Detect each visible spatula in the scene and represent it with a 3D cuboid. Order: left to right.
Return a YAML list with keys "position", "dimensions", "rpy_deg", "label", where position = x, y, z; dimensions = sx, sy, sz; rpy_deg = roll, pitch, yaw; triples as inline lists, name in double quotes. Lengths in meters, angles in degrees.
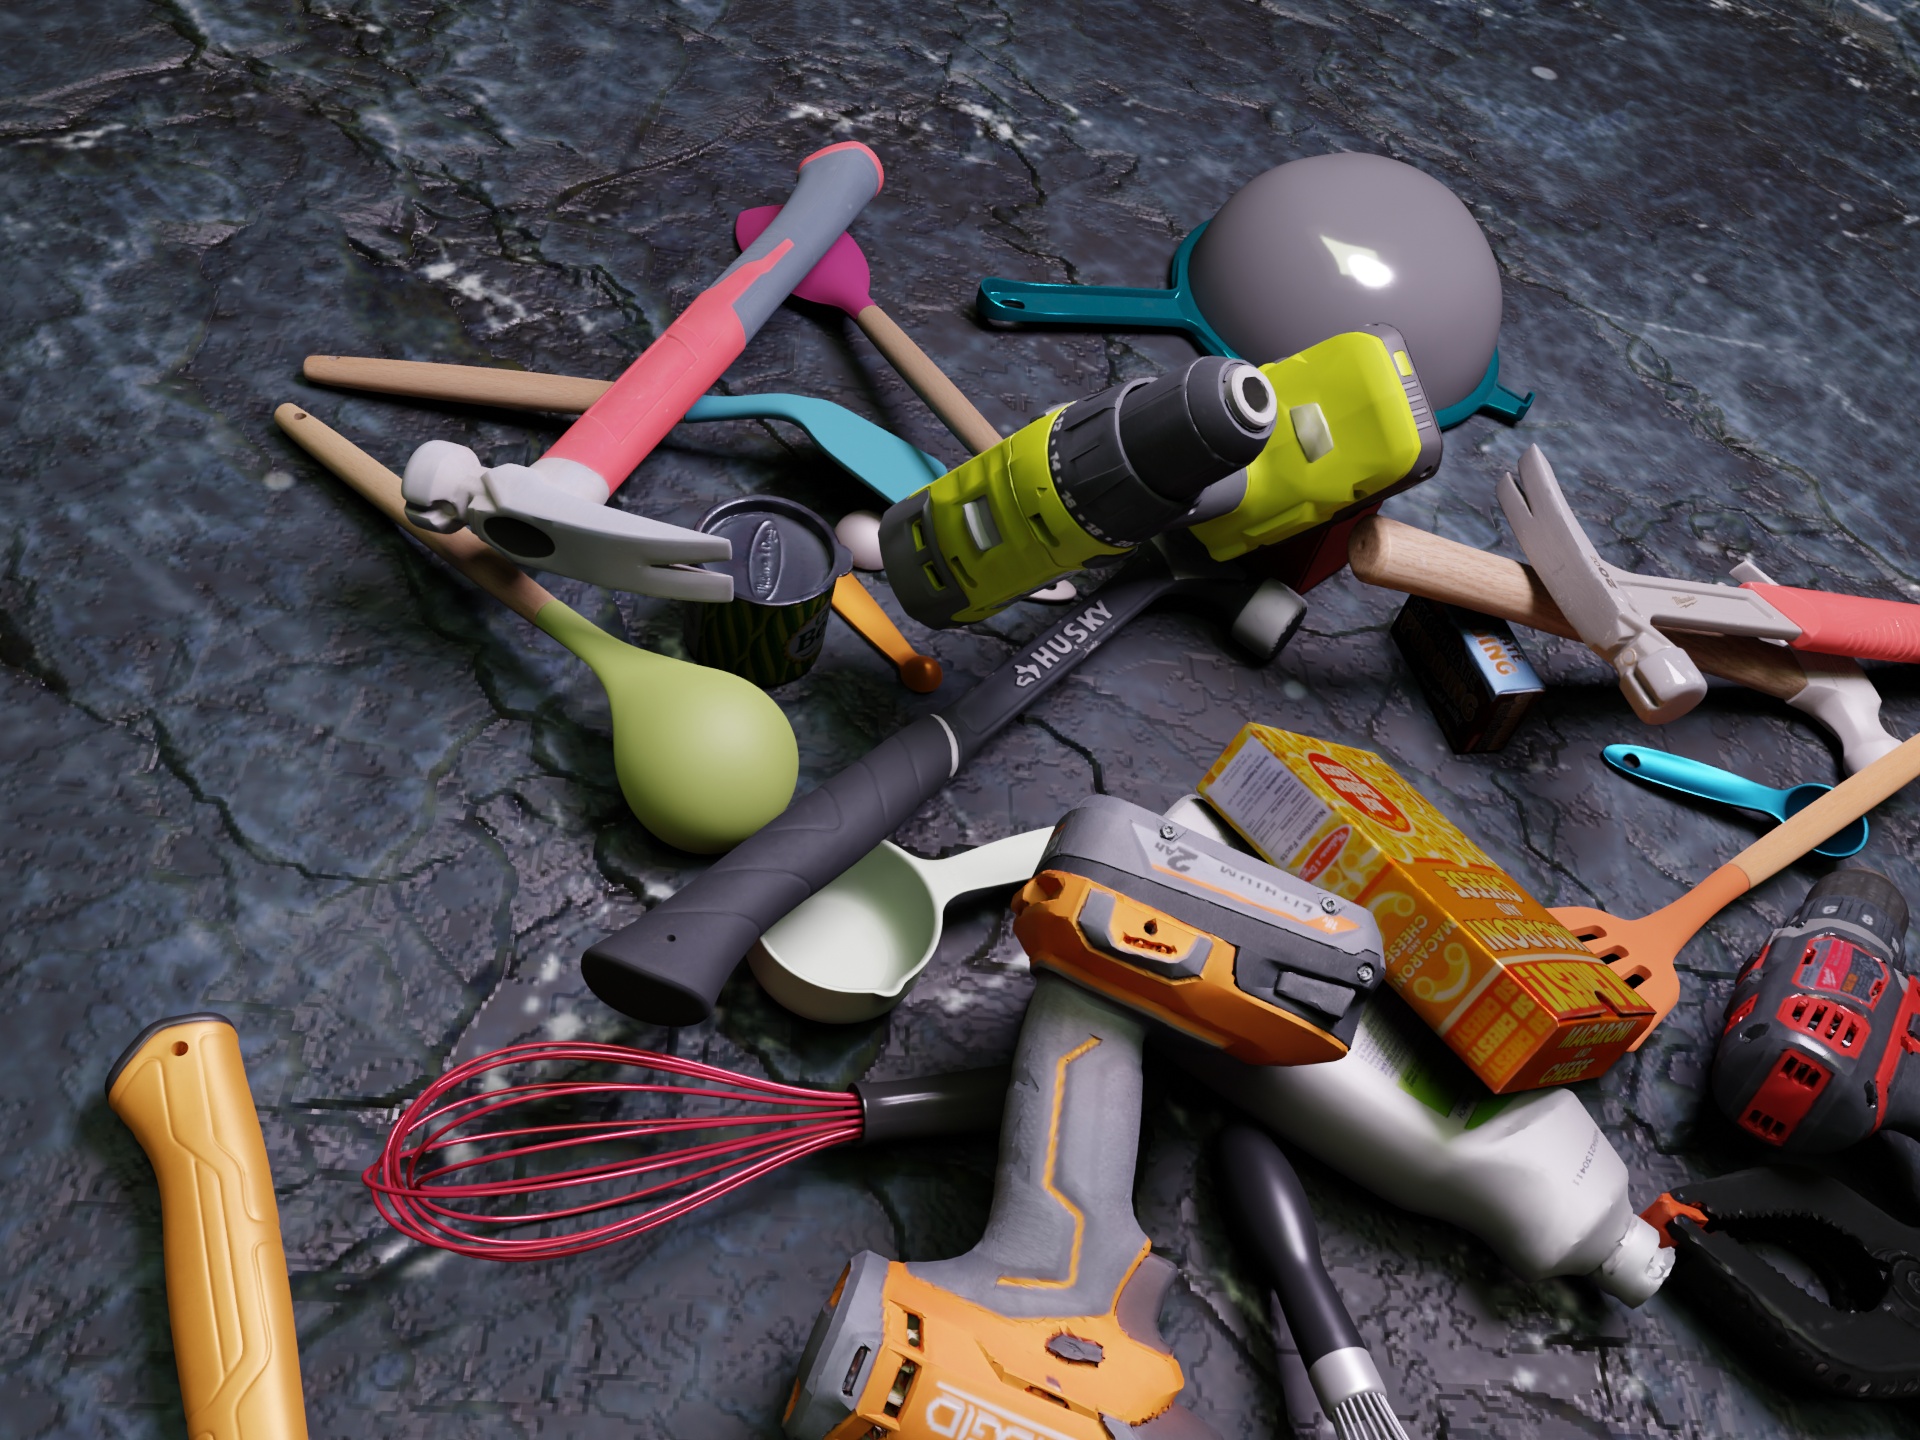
- position: [-0.161, -0.146, 0.782]
  dimensions: [0.317, 0.044, 0.082]
  rpy_deg: [6, 33, -2]
  label: "spatula"
- position: [0.382, 0.058, 0.743]
  dimensions: [0.322, 0.041, 0.081]
  rpy_deg: [-27, 53, -21]
  label: "spatula"

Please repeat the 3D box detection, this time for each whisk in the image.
- position: [-0.056, 0.143, 0.568]
  dimensions: [0.295, 0.073, 0.073]
  rpy_deg: [-1, 53, -23]
  label: "whisk"
- position: [0.138, 0.246, 0.515]
  dimensions: [0.070, 0.070, 0.285]
  rpy_deg: [-1, 37, -16]
  label: "whisk"

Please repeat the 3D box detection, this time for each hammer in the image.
- position: [-0.199, 0.236, 0.471]
  dimensions: [0.127, 0.034, 0.337]
  rpy_deg: [-13, 57, -22]
  label: "hammer"
- position: [-0.103, -0.191, 0.776]
  dimensions: [0.143, 0.038, 0.387]
  rpy_deg: [16, 44, 10]
  label: "hammer"
- position: [-0.001, -0.002, 0.674]
  dimensions: [0.149, 0.036, 0.409]
  rpy_deg: [37, 45, 15]
  label: "hammer"
- position: [0.333, -0.049, 0.794]
  dimensions: [0.331, 0.031, 0.130]
  rpy_deg: [13, 47, -23]
  label: "hammer"
- position: [0.434, -0.058, 0.815]
  dimensions: [0.359, 0.036, 0.149]
  rpy_deg: [3, 52, -29]
  label: "hammer"

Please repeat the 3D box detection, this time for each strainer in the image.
- position: [0.179, -0.270, 0.928]
  dimensions: [0.340, 0.095, 0.211]
  rpy_deg: [-3, 54, -19]
  label: "strainer"

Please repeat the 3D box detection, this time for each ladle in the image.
- position: [-0.198, -0.051, 0.700]
  dimensions: [0.320, 0.062, 0.078]
  rpy_deg: [35, 52, 21]
  label: "ladle"

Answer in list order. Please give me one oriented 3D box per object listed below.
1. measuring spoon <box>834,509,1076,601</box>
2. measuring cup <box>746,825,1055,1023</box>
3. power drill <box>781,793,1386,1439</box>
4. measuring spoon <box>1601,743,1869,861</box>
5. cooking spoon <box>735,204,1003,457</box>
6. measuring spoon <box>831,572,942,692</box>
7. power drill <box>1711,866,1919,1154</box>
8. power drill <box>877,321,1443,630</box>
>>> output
- position: [-0.001, -0.081, 0.781]
  dimensions: [0.124, 0.018, 0.034]
  rpy_deg: [13, 50, -5]
  label: "measuring spoon"
- position: [-0.011, 0.074, 0.649]
  dimensions: [0.167, 0.038, 0.083]
  rpy_deg: [-13, 55, -31]
  label: "measuring cup"
- position: [0.060, 0.158, 0.528]
  dimensions: [0.164, 0.084, 0.226]
  rpy_deg: [24, 74, 0]
  label: "power drill"
- position: [0.383, 0.040, 0.795]
  dimensions: [0.128, 0.021, 0.042]
  rpy_deg: [19, 57, 12]
  label: "measuring spoon"
- position: [-0.036, -0.201, 0.840]
  dimensions: [0.068, 0.017, 0.319]
  rpy_deg: [-16, 49, -25]
  label: "cooking spoon"
- position: [-0.048, -0.056, 0.754]
  dimensions: [0.021, 0.011, 0.117]
  rpy_deg: [-29, 65, -31]
  label: "measuring spoon"
- position: [0.440, 0.152, 0.658]
  dimensions: [0.227, 0.080, 0.188]
  rpy_deg: [30, 37, 24]
  label: "power drill"
- position: [0.101, -0.109, 0.668]
  dimensions: [0.228, 0.190, 0.080]
  rpy_deg: [-19, 88, -41]
  label: "power drill"
